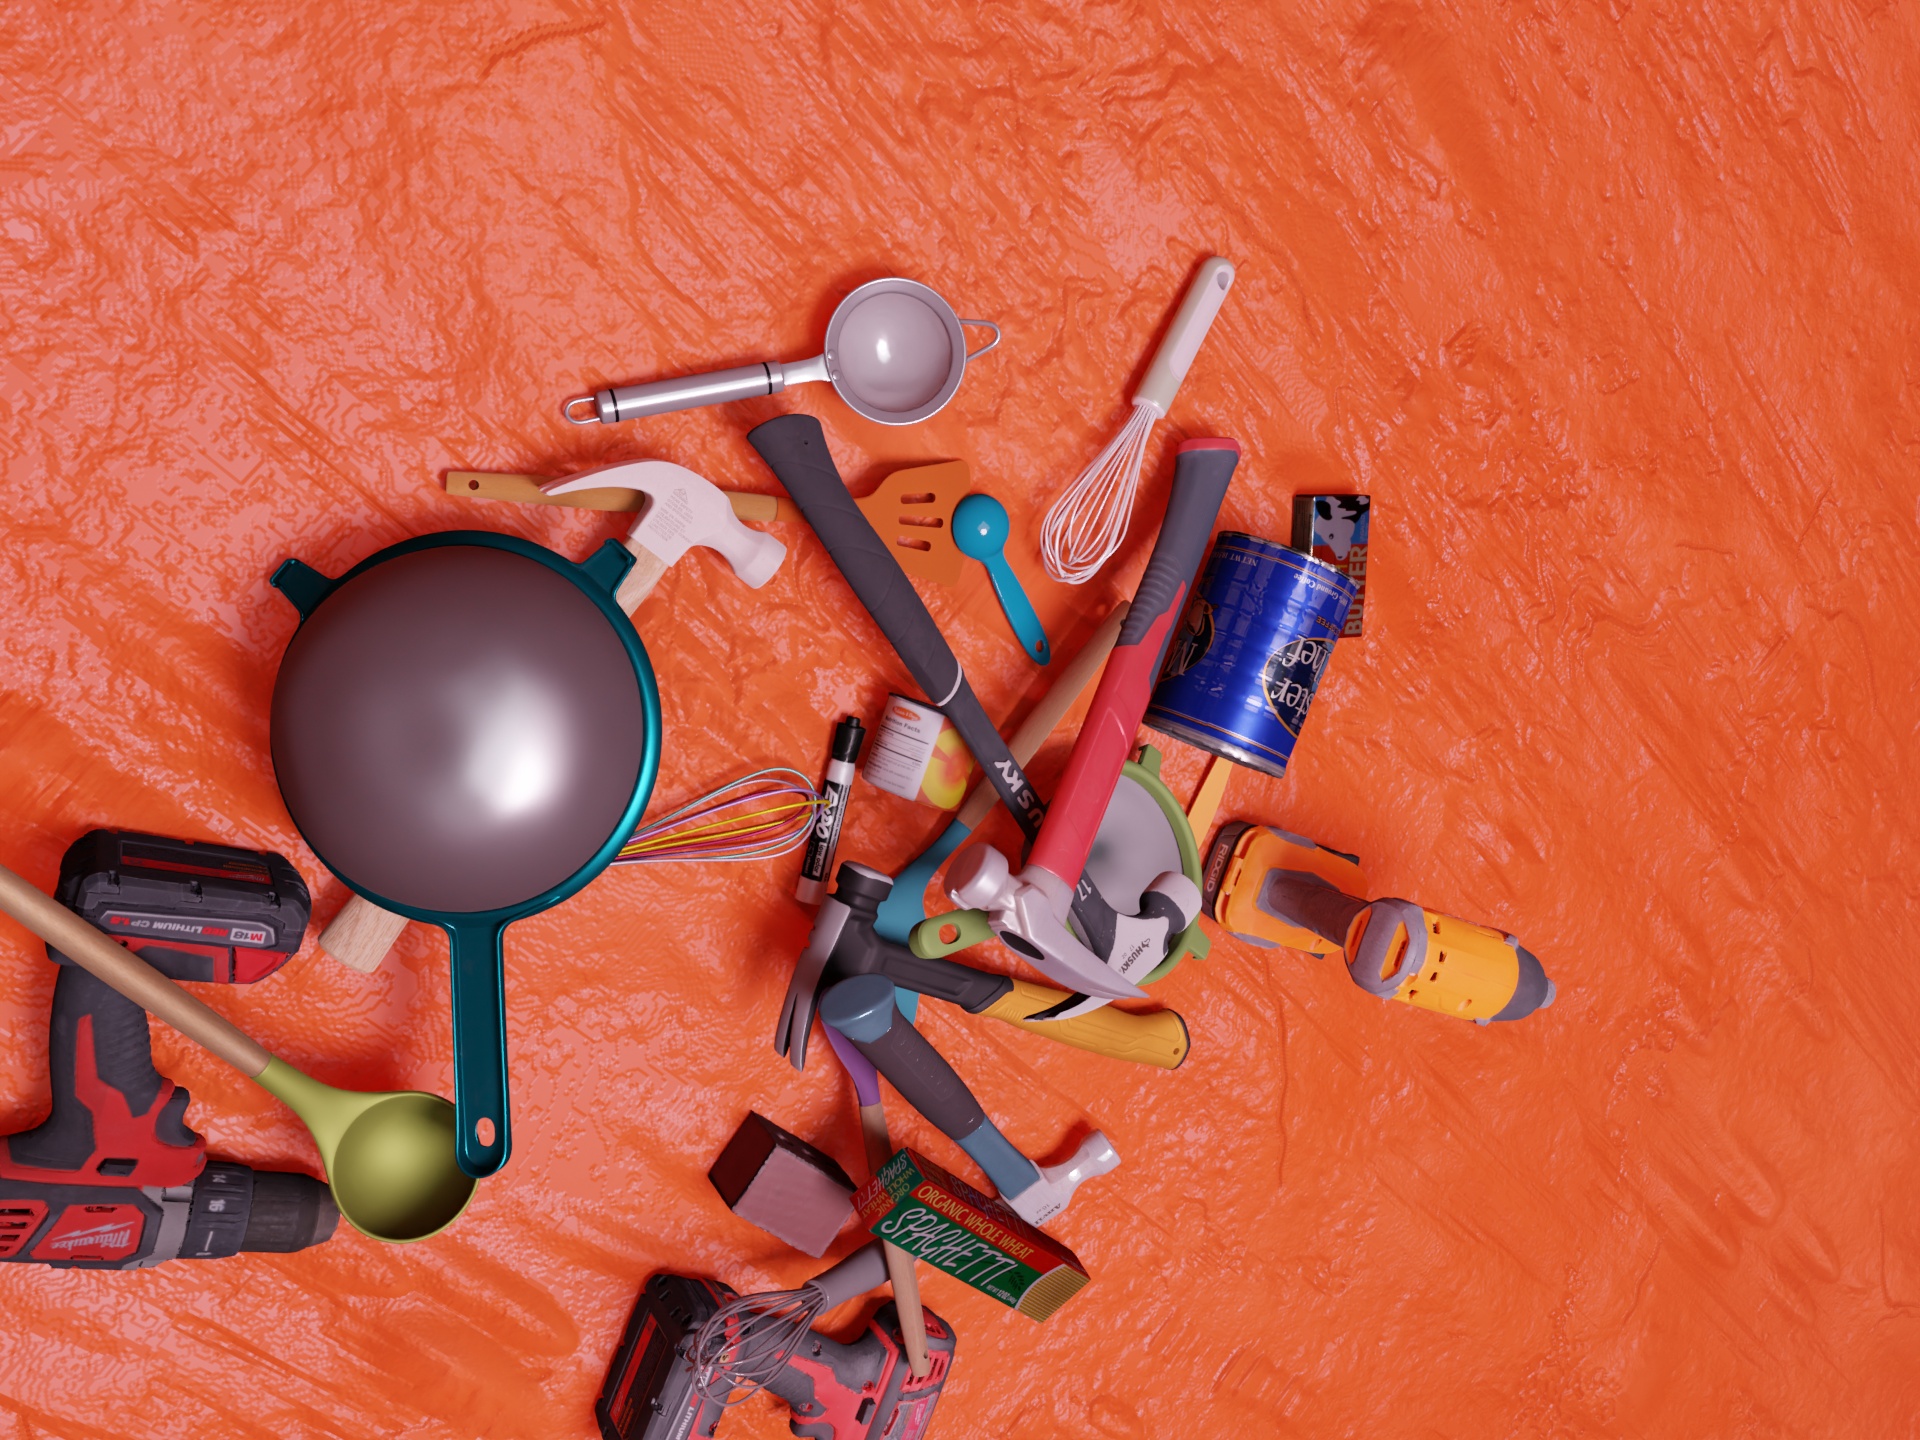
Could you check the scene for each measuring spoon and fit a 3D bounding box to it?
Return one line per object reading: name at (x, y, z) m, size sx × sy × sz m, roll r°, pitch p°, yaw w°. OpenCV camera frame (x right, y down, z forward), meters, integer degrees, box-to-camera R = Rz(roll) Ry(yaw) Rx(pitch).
measuring spoon at (0.035, -0.089, 1.028) m, size 0.042 × 0.021 × 0.128 m, roll -42°, pitch 118°, yaw -28°
measuring spoon at (0.176, 0.053, 1.139) m, size 0.021 × 0.011 × 0.117 m, roll 20°, pitch 95°, yaw -28°

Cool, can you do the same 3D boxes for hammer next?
hammer at (0.116, -0.019, 0.991) m, size 0.143 × 0.038 × 0.386 m, roll 38°, pitch 59°, yaw -25°
hammer at (-0.002, -0.003, 0.946) m, size 0.149 × 0.036 × 0.408 m, roll -42°, pitch 105°, yaw -37°
hammer at (-0.244, -0.005, 0.882) m, size 0.130 × 0.031 × 0.331 m, roll 38°, pitch 85°, yaw -25°
hammer at (0.032, 0.194, 1.051) m, size 0.336 × 0.034 × 0.127 m, roll 23°, pitch 89°, yaw -38°
hammer at (-0.001, 0.249, 1.013) m, size 0.128 × 0.033 × 0.330 m, roll -37°, pitch 136°, yaw -4°

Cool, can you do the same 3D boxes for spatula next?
spatula at (-0.136, -0.127, 0.940) m, size 0.322 × 0.041 × 0.081 m, roll 2°, pitch 99°, yaw -22°
spatula at (0.024, 0.052, 1.038) m, size 0.082 × 0.044 × 0.317 m, roll 40°, pitch 84°, yaw -35°
spatula at (-0.055, 0.272, 1.026) m, size 0.059 × 0.018 × 0.316 m, roll -17°, pitch 98°, yaw -55°

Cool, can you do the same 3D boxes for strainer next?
strainer at (-0.103, -0.203, 0.930) m, size 0.258 × 0.050 × 0.087 m, roll -14°, pitch 99°, yaw -17°
strainer at (0.051, 0.113, 1.027) m, size 0.256 × 0.069 × 0.151 m, roll -13°, pitch 88°, yaw -42°
strainer at (-0.261, 0.068, 0.804) m, size 0.211 × 0.095 × 0.340 m, roll -3°, pitch 89°, yaw 2°

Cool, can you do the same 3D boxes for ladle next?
ladle at (-0.360, 0.158, 0.781) m, size 0.078 × 0.062 × 0.319 m, roll -56°, pitch 128°, yaw -24°

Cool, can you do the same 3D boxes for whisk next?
whisk at (-0.193, 0.074, 0.942) m, size 0.245 × 0.047 × 0.051 m, roll -13°, pitch 107°, yaw -20°
whisk at (-0.089, 0.365, 0.997) m, size 0.239 × 0.055 × 0.055 m, roll -5°, pitch 105°, yaw -59°
whisk at (0.119, -0.197, 1.038) m, size 0.057 × 0.059 × 0.246 m, roll 34°, pitch 80°, yaw -40°

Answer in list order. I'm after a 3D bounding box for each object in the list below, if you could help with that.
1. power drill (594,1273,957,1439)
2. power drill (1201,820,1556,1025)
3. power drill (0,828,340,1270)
power drill at (-0.116, 0.446, 1.041) m, size 0.219 × 0.079 × 0.143 m, roll 22°, pitch 91°, yaw -31°
power drill at (0.285, 0.144, 1.087) m, size 0.164 × 0.227 × 0.084 m, roll 19°, pitch 92°, yaw -28°
power drill at (-0.407, 0.185, 0.841) m, size 0.187 × 0.080 × 0.226 m, roll 13°, pitch 98°, yaw -30°
